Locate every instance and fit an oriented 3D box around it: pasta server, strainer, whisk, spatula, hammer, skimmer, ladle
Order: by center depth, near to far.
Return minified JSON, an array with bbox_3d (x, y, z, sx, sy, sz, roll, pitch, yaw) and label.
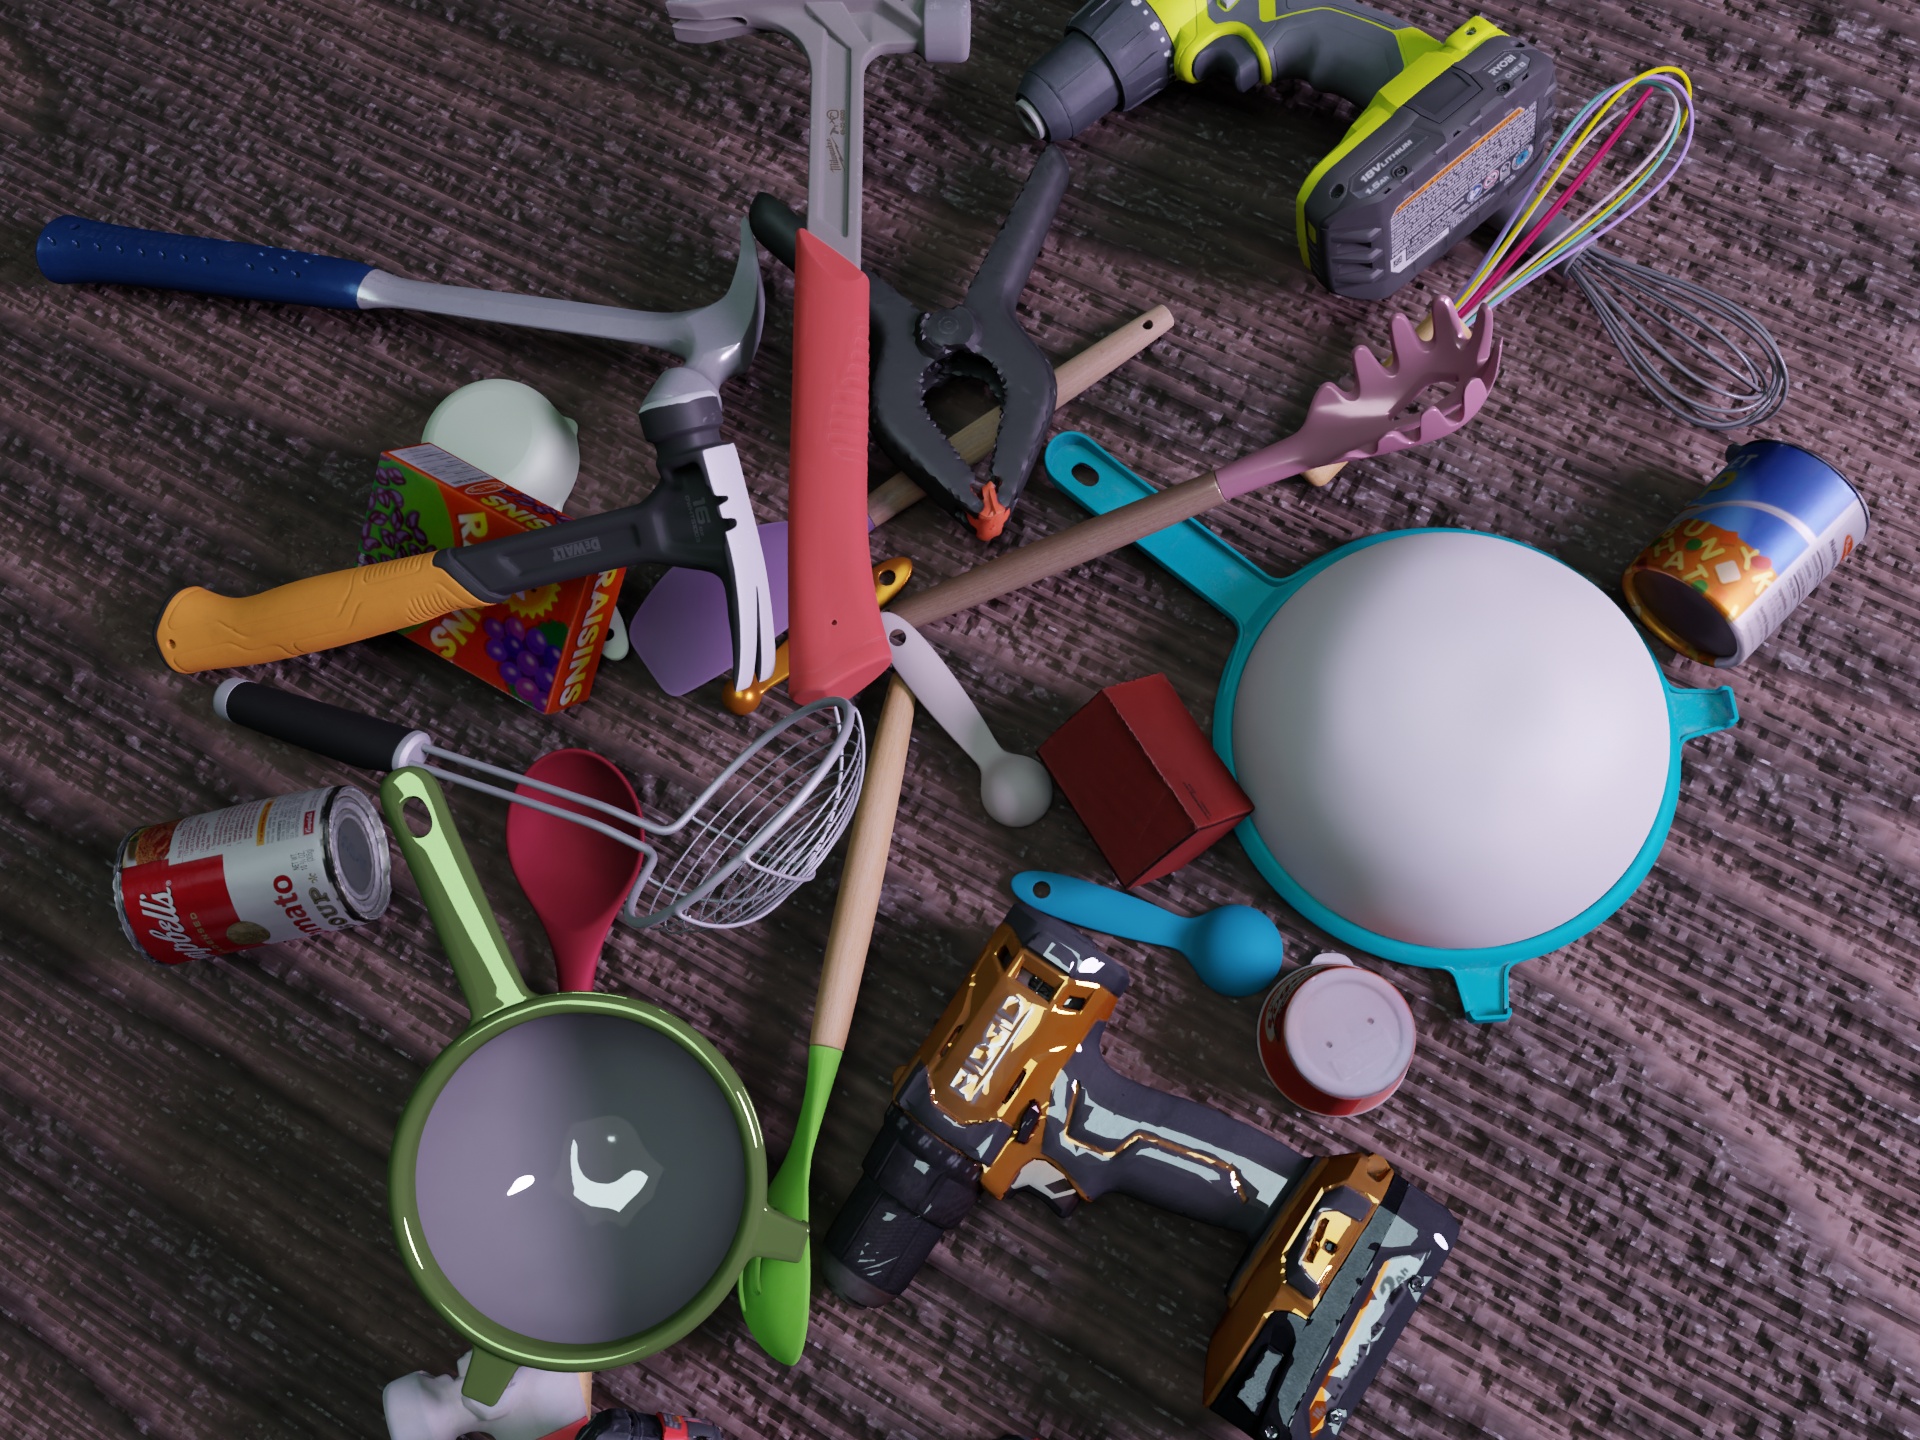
[{"bbox_3d":[-0.104,0.428,0.636,0.143,0.038,0.386,-19,77,-16],"label":"hammer"},{"bbox_3d":[-0.176,0.138,0.666,0.151,0.069,0.256,-25,86,-3],"label":"strainer"},{"bbox_3d":[-0.207,0.009,0.707,0.363,0.090,0.127,14,49,23],"label":"skimmer"},{"bbox_3d":[0.171,-0.040,0.713,0.340,0.095,0.211,39,82,13],"label":"strainer"},{"bbox_3d":[0.089,-0.100,0.716,0.316,0.040,0.060,-21,51,21],"label":"pasta server"},{"bbox_3d":[-0.176,0.169,0.727,0.069,0.031,0.315,-5,76,9],"label":"ladle"},{"bbox_3d":[-0.243,-0.055,0.739,0.337,0.034,0.127,-9,101,23],"label":"hammer"},{"bbox_3d":[-0.070,-0.183,0.744,0.149,0.036,0.359,0,76,2],"label":"hammer"},{"bbox_3d":[0.247,-0.208,0.749,0.245,0.047,0.051,-46,73,11],"label":"whisk"},{"bbox_3d":[0.301,-0.225,0.779,0.055,0.055,0.239,-40,70,-6],"label":"whisk"},{"bbox_3d":[-0.027,-0.119,0.793,0.316,0.018,0.060,-33,85,-3],"label":"spatula"},{"bbox_3d":[-0.294,-0.226,0.827,0.405,0.035,0.144,11,53,13],"label":"hammer"}]

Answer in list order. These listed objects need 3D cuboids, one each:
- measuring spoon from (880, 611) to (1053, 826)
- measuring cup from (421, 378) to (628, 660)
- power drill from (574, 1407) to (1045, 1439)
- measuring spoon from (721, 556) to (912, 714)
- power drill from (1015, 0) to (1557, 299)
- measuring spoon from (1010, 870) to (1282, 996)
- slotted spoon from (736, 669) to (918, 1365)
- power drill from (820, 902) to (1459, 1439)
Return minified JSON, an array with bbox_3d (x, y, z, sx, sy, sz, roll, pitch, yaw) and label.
[{"bbox_3d":[-0.001,-0.002,0.749,0.034,0.018,0.124,-38,86,-3],"label":"measuring spoon"},{"bbox_3d":[-0.213,-0.101,0.796,0.083,0.038,0.168,-33,72,-3],"label":"measuring cup"},{"bbox_3d":[-0.049,0.348,0.616,0.219,0.078,0.143,11,71,-11],"label":"power drill"},{"bbox_3d":[-0.070,-0.044,0.781,0.117,0.011,0.021,-39,75,-5],"label":"measuring spoon"},{"bbox_3d":[0.155,-0.314,0.786,0.190,0.080,0.229,-39,63,-2],"label":"power drill"},{"bbox_3d":[0.084,0.091,0.723,0.128,0.021,0.042,16,77,9],"label":"measuring spoon"},{"bbox_3d":[-0.056,0.122,0.718,0.031,0.070,0.314,18,70,-17],"label":"slotted spoon"},{"bbox_3d":[0.065,0.210,0.666,0.226,0.084,0.185,32,84,17],"label":"power drill"}]
